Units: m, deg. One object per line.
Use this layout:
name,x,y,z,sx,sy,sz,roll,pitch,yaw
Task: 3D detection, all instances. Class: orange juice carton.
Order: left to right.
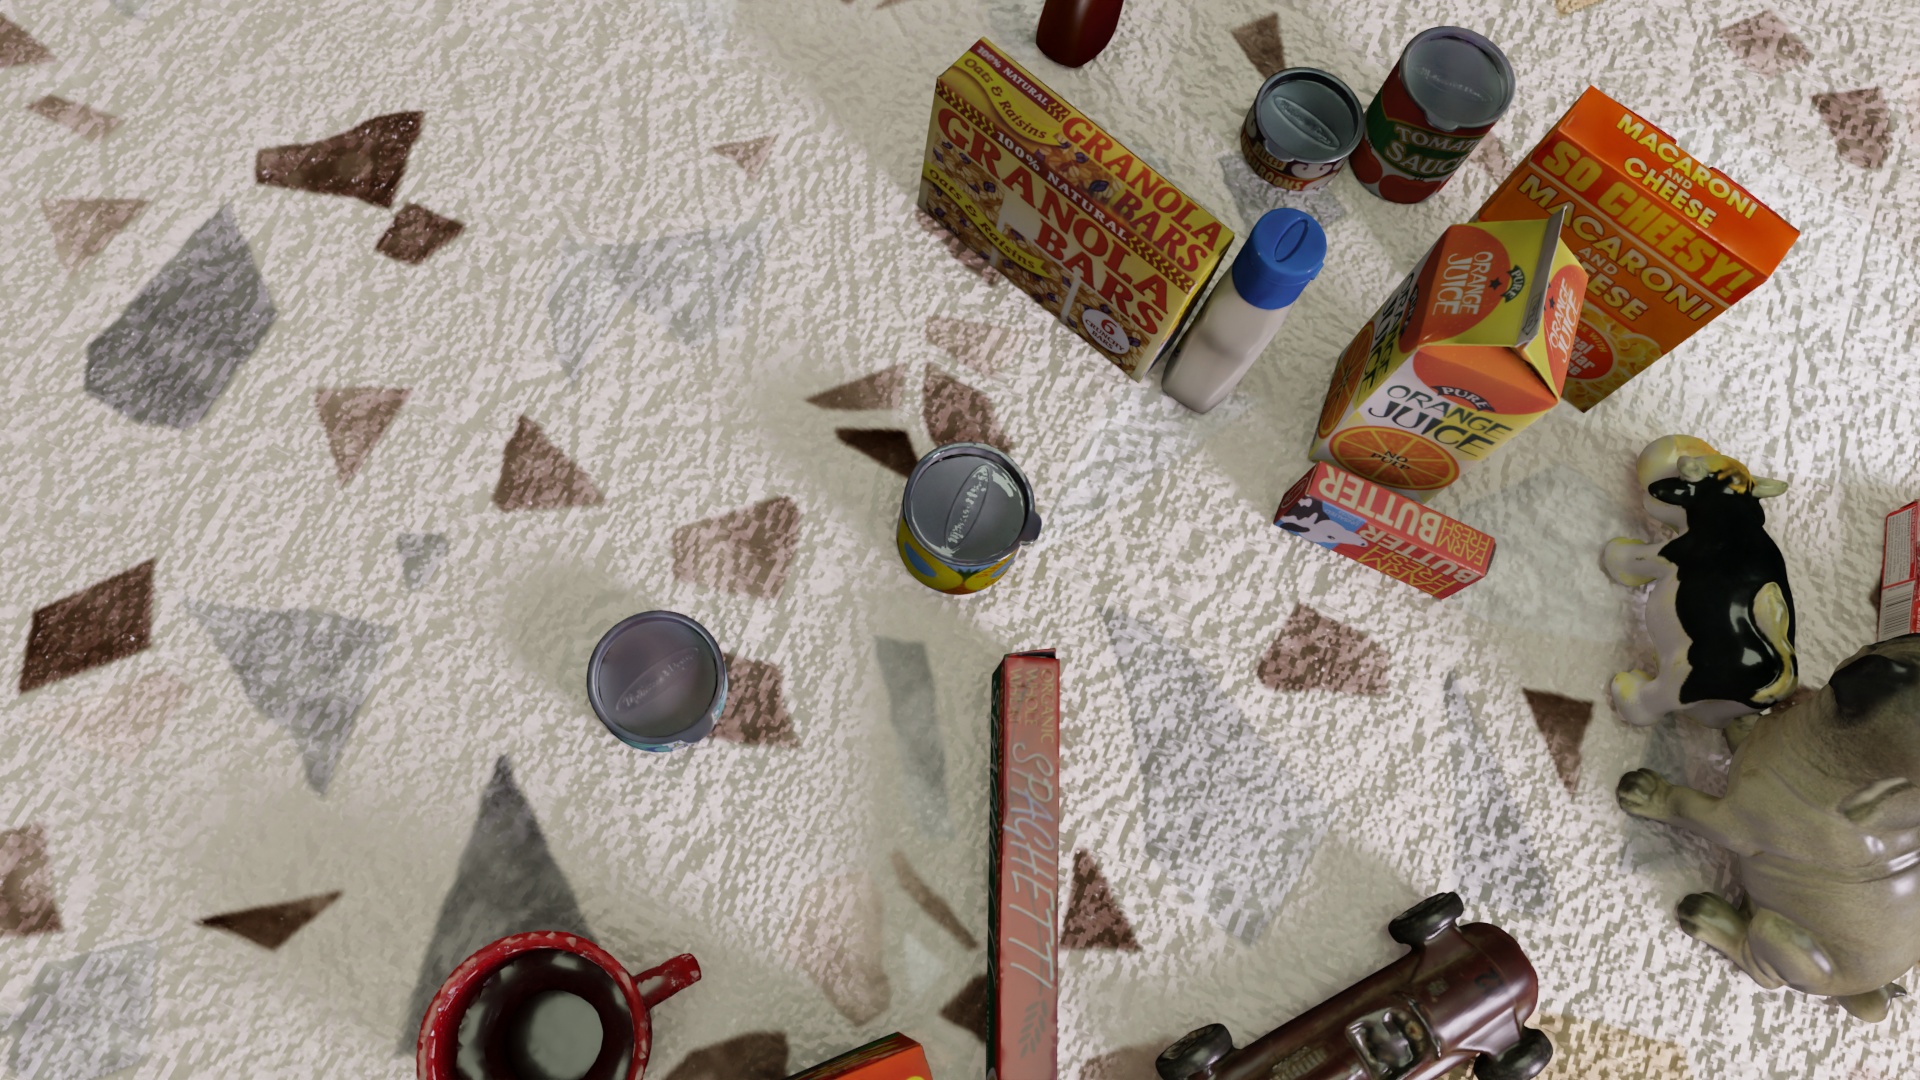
orange juice carton,0.248,-0.091,0.697,0.073,0.192,0.072,21,72,1

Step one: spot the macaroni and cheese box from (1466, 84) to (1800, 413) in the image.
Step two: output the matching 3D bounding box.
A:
macaroni and cheese box,0.334,-0.149,0.739,0.124,0.166,0.040,39,73,6

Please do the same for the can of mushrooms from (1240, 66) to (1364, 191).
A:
can of mushrooms,0.200,-0.242,0.824,0.071,0.033,0.071,2,72,-6

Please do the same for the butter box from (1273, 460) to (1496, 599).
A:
butter box,0.225,-0.005,0.740,0.103,0.053,0.024,24,72,2

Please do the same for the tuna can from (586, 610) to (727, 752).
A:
tuna can,-0.146,0.072,0.683,0.071,0.032,0.071,2,72,-6

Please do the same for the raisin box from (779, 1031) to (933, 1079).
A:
raisin box,-0.054,0.244,0.591,0.086,0.123,0.040,-18,76,-12

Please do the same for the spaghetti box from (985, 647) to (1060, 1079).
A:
spaghetti box,0.030,0.177,0.660,0.029,0.050,0.251,3,72,-5

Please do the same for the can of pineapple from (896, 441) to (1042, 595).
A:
can of pineapple,0.003,-0.009,0.713,0.071,0.057,0.071,2,72,-6

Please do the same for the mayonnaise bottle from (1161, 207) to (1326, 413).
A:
mayonnaise bottle,0.146,-0.119,0.718,0.041,0.147,0.065,34,72,5

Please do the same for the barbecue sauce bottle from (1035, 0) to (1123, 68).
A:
barbecue sauce bottle,0.079,-0.334,0.779,0.044,0.148,0.065,31,72,4

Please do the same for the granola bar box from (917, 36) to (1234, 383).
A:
granola bar box,0.056,-0.171,0.736,0.165,0.124,0.039,40,73,7

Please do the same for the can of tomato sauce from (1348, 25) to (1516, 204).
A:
can of tomato sauce,0.271,-0.243,0.806,0.071,0.083,0.071,2,72,-6
